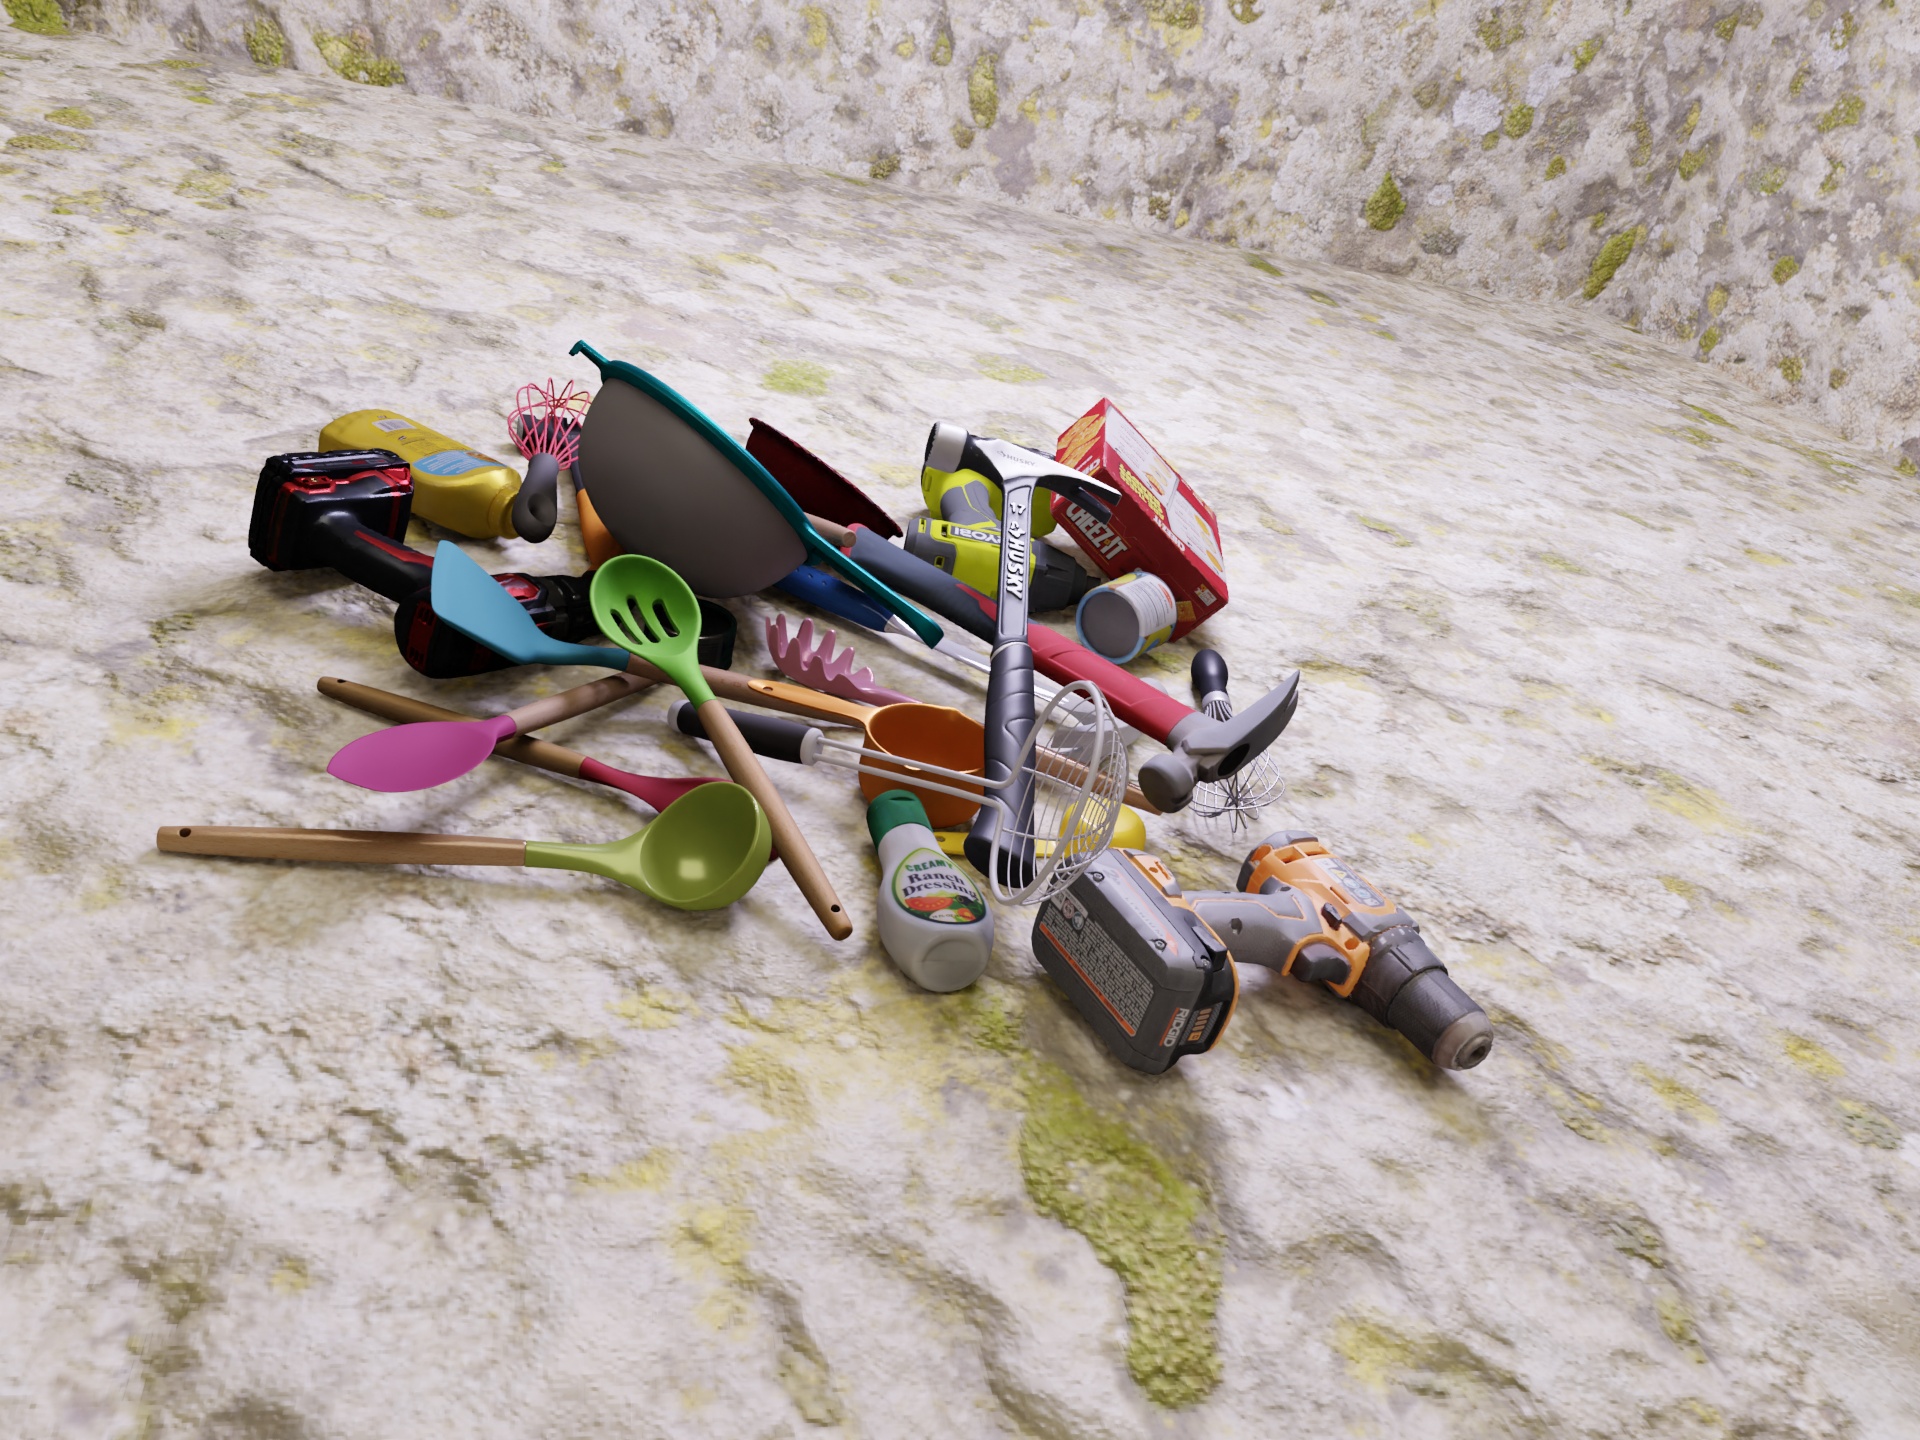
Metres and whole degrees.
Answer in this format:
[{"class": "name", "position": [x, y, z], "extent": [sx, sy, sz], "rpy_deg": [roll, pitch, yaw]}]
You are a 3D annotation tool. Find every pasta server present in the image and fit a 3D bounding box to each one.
[{"class": "pasta server", "position": [-0.002, -0.004, 1.112], "extent": [0.316, 0.040, 0.060], "rpy_deg": [22, 16, 18]}]

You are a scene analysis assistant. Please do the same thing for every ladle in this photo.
[{"class": "ladle", "position": [-0.254, 0.022, 0.976], "extent": [0.315, 0.031, 0.069], "rpy_deg": [17, 26, 9]}, {"class": "ladle", "position": [-0.263, 0.064, 0.862], "extent": [0.320, 0.062, 0.078], "rpy_deg": [4, 50, -13]}]

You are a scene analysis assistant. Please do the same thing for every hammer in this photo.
[{"class": "hammer", "position": [-0.293, -0.177, 1.315], "extent": [0.127, 0.034, 0.337], "rpy_deg": [2, 30, -20]}, {"class": "hammer", "position": [0.058, -0.066, 1.152], "extent": [0.143, 0.038, 0.387], "rpy_deg": [-34, 48, -29]}, {"class": "hammer", "position": [0.039, -0.055, 1.065], "extent": [0.149, 0.036, 0.409], "rpy_deg": [14, 45, -11]}, {"class": "hammer", "position": [-0.046, -0.071, 1.229], "extent": [0.406, 0.035, 0.144], "rpy_deg": [26, 30, 21]}]

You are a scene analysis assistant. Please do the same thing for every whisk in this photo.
[{"class": "whisk", "position": [-0.321, -0.203, 1.233], "extent": [0.073, 0.073, 0.296], "rpy_deg": [7, 28, -14]}, {"class": "whisk", "position": [0.196, 0.003, 1.189], "extent": [0.070, 0.070, 0.285], "rpy_deg": [13, 24, -1]}]

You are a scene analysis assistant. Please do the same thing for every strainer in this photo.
[{"class": "strainer", "position": [-0.161, -0.122, 1.139], "extent": [0.341, 0.095, 0.210], "rpy_deg": [37, -10, 24]}]

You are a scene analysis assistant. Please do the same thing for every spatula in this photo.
[{"class": "spatula", "position": [-0.192, -0.040, 1.048], "extent": [0.317, 0.044, 0.082], "rpy_deg": [14, 34, -23]}, {"class": "spatula", "position": [-0.160, -0.167, 1.274], "extent": [0.059, 0.018, 0.316], "rpy_deg": [41, -9, -33]}]

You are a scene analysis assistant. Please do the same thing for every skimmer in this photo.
[{"class": "skimmer", "position": [-0.057, 0.017, 0.927], "extent": [0.363, 0.127, 0.090], "rpy_deg": [12, -11, 35]}]

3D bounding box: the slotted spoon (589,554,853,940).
[{"class": "slotted spoon", "position": [-0.144, 0.011, 0.962], "extent": [0.070, 0.031, 0.314], "rpy_deg": [-15, 53, -31]}]

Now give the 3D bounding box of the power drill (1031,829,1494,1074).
[{"class": "power drill", "position": [0.177, 0.139, 0.903], "extent": [0.226, 0.084, 0.186], "rpy_deg": [-1, 33, -35]}]

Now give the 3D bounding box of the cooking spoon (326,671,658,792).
[{"class": "cooking spoon", "position": [-0.261, -0.001, 0.969], "extent": [0.069, 0.017, 0.319], "rpy_deg": [17, 18, 16]}]

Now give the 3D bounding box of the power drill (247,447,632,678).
[{"class": "power drill", "position": [-0.360, -0.109, 1.115], "extent": [0.227, 0.080, 0.188], "rpy_deg": [31, 25, 22]}]

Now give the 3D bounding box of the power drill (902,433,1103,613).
[{"class": "power drill", "position": [0.037, -0.170, 1.412], "extent": [0.171, 0.080, 0.223], "rpy_deg": [11, 31, -6]}]

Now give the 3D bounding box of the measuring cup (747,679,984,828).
[{"class": "measuring cup", "position": [-0.062, 0.019, 1.040], "extent": [0.173, 0.052, 0.095], "rpy_deg": [17, 28, 10]}]

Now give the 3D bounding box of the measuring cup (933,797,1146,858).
[{"class": "measuring cup", "position": [0.048, 0.070, 1.016], "extent": [0.156, 0.029, 0.062], "rpy_deg": [3, 29, -23]}]
